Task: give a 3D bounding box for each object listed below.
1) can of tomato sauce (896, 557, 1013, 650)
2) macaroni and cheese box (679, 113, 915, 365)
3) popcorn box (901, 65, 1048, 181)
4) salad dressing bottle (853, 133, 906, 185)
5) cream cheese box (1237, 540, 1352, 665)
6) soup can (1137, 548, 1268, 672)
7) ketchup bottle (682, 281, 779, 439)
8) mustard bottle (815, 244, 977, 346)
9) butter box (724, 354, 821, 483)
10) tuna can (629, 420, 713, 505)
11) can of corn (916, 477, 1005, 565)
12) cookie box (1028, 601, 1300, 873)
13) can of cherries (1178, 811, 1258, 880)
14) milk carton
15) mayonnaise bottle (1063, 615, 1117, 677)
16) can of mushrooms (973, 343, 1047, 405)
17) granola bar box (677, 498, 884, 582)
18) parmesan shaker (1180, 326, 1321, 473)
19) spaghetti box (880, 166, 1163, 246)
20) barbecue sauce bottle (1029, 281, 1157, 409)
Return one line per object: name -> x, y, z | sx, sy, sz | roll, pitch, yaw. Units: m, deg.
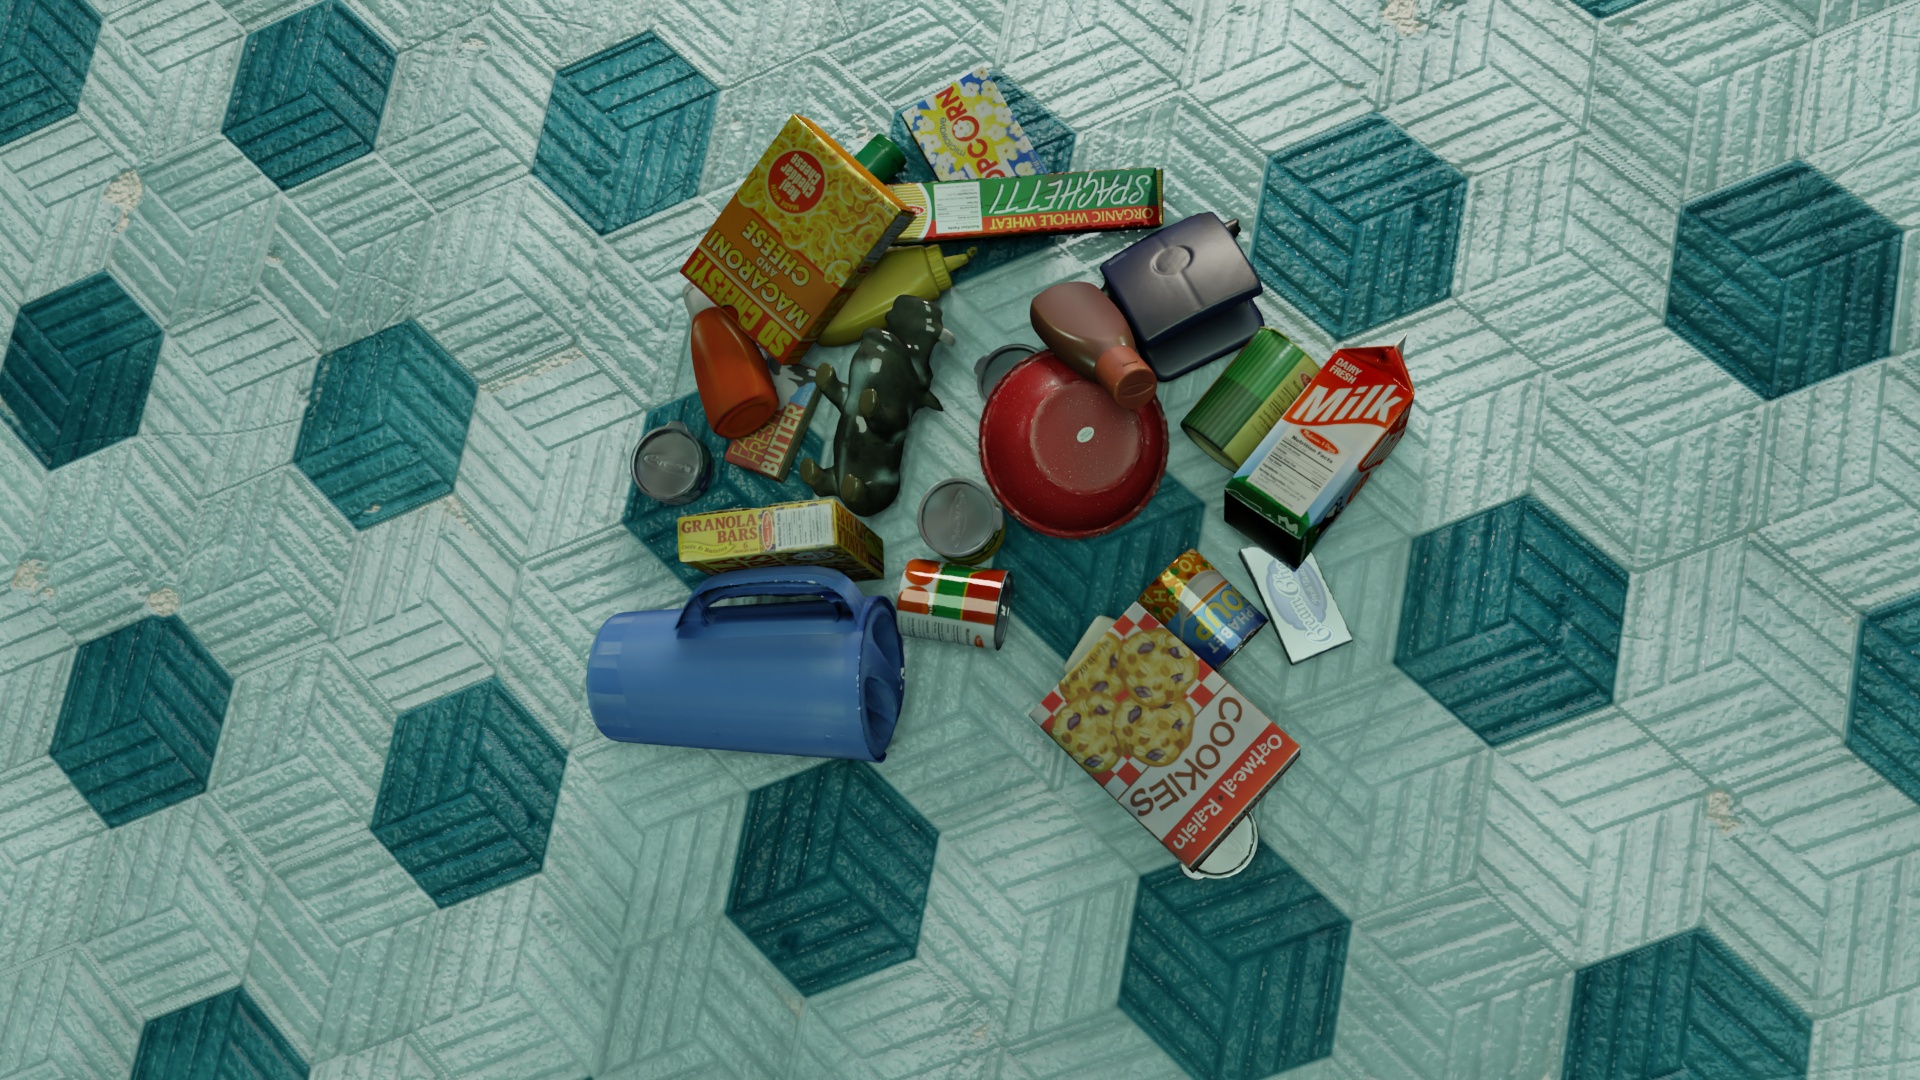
can of tomato sauce -> -0.004, 0.050, 1.141 | 0.083, 0.071, 0.071 | 8, 83, 11
macaroni and cheese box -> -0.138, -0.248, 1.156 | 0.124, 0.040, 0.166 | 43, 107, 7
popcorn box -> 0.015, -0.337, 1.212 | 0.085, 0.038, 0.127 | -29, 78, 5
salad dressing bottle -> -0.109, -0.292, 1.215 | 0.044, 0.064, 0.148 | 39, 83, 29
cream cheese box -> 0.269, 0.044, 1.119 | 0.053, 0.024, 0.104 | -24, 78, 6
soup can -> 0.193, 0.056, 1.105 | 0.071, 0.071, 0.084 | -45, 77, 1
ketchup bottle -> -0.205, -0.163, 1.203 | 0.064, 0.043, 0.149 | -35, 61, 23
mustard bottle -> -0.059, -0.219, 1.201 | 0.160, 0.048, 0.065 | -19, 76, 5
butter box -> -0.160, -0.107, 1.211 | 0.053, 0.024, 0.103 | 22, 85, 12
tuna can -> -0.251, -0.067, 1.215 | 0.071, 0.033, 0.071 | -1, 81, 9
can of corn -> 0.004, -0.014, 1.153 | 0.071, 0.058, 0.071 | -1, 81, 9
cookie box -> 0.155, 0.149, 1.059 | 0.168, 0.040, 0.123 | 42, 86, 20
can of cherries -> 0.195, 0.230, 1.084 | 0.071, 0.058, 0.071 | -1, 82, 8
milk carton -> 0.294, -0.079, 1.097 | 0.073, 0.072, 0.191 | 37, 80, 21
mayonnaise bottle -> 0.159, 0.123, 1.116 | 0.148, 0.041, 0.065 | 33, 87, 11
can of mushrooms -> 0.047, -0.132, 1.178 | 0.071, 0.033, 0.071 | -1, 82, 9
granola bar box -> -0.140, 0.006, 1.118 | 0.124, 0.165, 0.039 | -6, 78, 8
parmesan shaker -> 0.234, -0.114, 1.125 | 0.071, 0.071, 0.103 | 41, 90, 13
spaghetti box -> 0.045, -0.279, 1.167 | 0.250, 0.029, 0.050 | -3, 96, 2
barbecue sauce bottle -> 0.108, -0.155, 1.096 | 0.065, 0.043, 0.149 | -16, 38, -11
